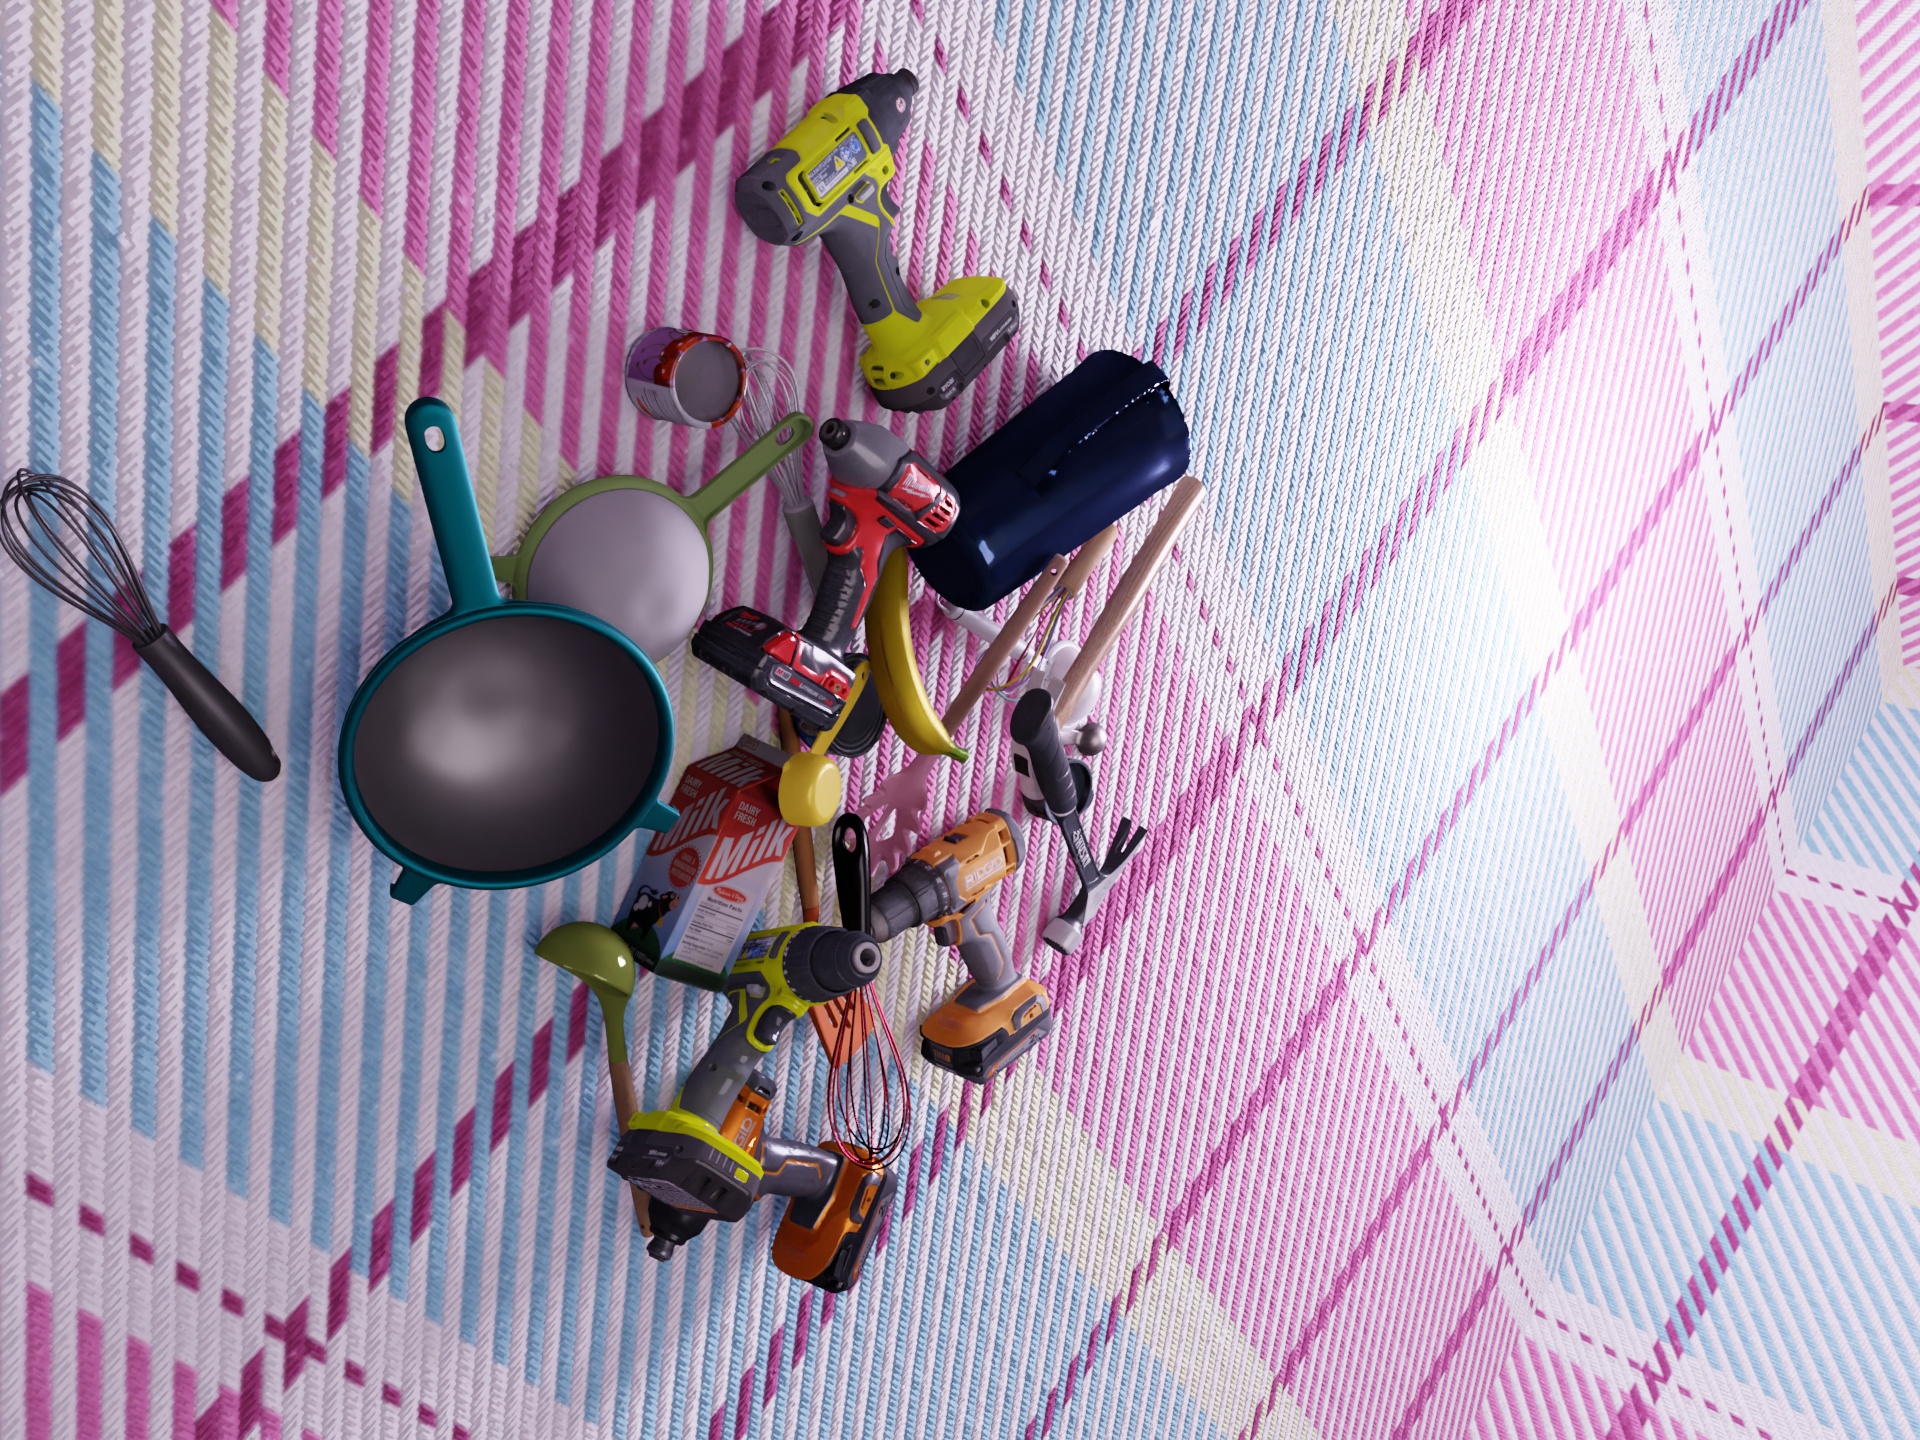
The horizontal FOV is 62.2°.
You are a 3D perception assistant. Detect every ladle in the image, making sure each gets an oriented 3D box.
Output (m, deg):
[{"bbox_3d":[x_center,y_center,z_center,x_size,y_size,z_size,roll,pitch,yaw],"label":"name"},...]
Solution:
[{"bbox_3d":[-0.269,0.288,1.228,0.062,0.078,0.320,-39,135,-47],"label":"ladle"}]

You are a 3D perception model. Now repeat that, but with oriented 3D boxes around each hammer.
[{"bbox_3d":[0.099,0.081,1.425,0.149,0.036,0.408,-53,154,-16],"label":"hammer"},{"bbox_3d":[0.135,-0.090,1.423,0.331,0.031,0.130,-58,159,-21],"label":"hammer"}]

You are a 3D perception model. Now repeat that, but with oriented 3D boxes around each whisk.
[{"bbox_3d":[-0.128,-0.172,1.217,0.059,0.058,0.246,-17,125,-1],"label":"whisk"},{"bbox_3d":[-0.083,0.224,1.318,0.073,0.073,0.296,-1,86,-44],"label":"whisk"},{"bbox_3d":[-0.469,-0.047,0.925,0.055,0.055,0.238,-46,134,-23],"label":"whisk"},{"bbox_3d":[0.085,-0.101,1.410,0.051,0.047,0.245,40,52,-5],"label":"whisk"}]

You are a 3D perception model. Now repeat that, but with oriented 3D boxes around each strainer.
[{"bbox_3d":[-0.191,-0.125,1.117,0.256,0.069,0.151,-42,131,-10],"label":"strainer"},{"bbox_3d":[0.063,-0.057,1.441,0.258,0.050,0.087,30,67,-42],"label":"strainer"},{"bbox_3d":[-0.307,-0.053,1.020,0.211,0.095,0.340,-16,123,-17],"label":"strainer"}]

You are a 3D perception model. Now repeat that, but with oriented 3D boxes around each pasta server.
[{"bbox_3d":[-0.002,-0.004,1.328,0.060,0.040,0.316,32,105,-10],"label":"pasta server"}]

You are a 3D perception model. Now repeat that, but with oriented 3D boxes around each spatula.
[{"bbox_3d":[-0.120,0.133,1.327,0.081,0.041,0.322,-42,131,-57],"label":"spatula"}]

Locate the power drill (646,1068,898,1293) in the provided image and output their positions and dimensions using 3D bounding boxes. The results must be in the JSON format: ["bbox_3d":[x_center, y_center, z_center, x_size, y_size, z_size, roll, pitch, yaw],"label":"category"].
[{"bbox_3d":[-0.164,0.400,1.336,0.226,0.084,0.164,46,61,-40],"label":"power drill"}]

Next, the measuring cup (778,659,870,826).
[{"bbox_3d":[-0.094,0.015,1.237,0.157,0.029,0.062,-64,149,-30],"label":"measuring cup"}]

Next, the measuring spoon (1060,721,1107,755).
[{"bbox_3d":[0.099,0.017,1.514,0.124,0.018,0.034,5,100,-44],"label":"measuring spoon"}]

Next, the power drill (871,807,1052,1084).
[{"bbox_3d":[-0.007,0.214,1.435,0.185,0.084,0.226,-29,118,-38],"label":"power drill"}]

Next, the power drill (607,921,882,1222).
[{"bbox_3d":[-0.155,0.253,1.196,0.080,0.190,0.229,40,60,-22],"label":"power drill"}]

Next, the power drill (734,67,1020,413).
[{"bbox_3d":[-0.051,-0.361,1.201,0.171,0.080,0.223,-49,129,-20],"label":"power drill"}]

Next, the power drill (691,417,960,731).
[{"bbox_3d":[-0.098,-0.115,1.189,0.143,0.079,0.220,35,85,-52],"label":"power drill"}]
